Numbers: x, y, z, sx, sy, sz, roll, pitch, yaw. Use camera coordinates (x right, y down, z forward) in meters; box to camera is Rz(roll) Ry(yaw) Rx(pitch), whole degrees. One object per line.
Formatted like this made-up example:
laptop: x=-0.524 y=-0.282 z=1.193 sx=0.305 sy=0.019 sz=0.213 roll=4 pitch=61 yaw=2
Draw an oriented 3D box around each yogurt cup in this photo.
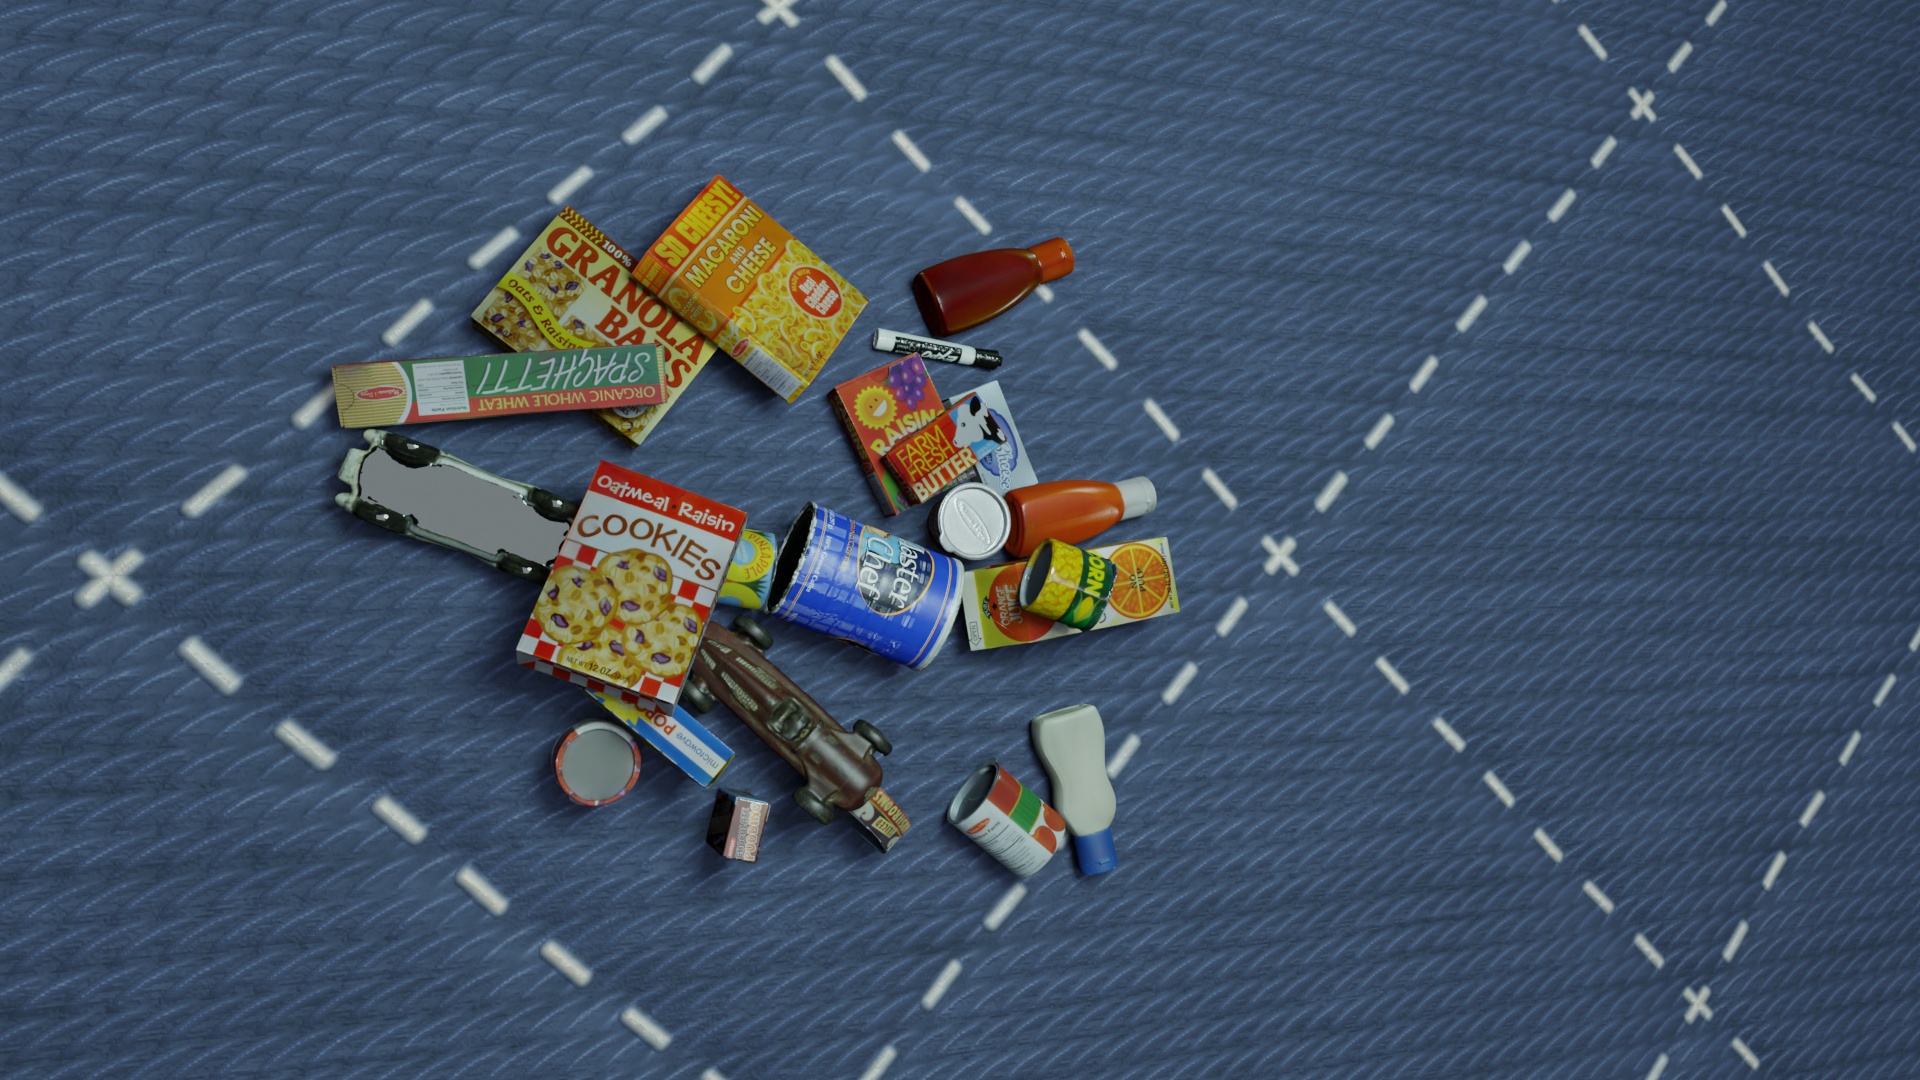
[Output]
yogurt cup: x=0.004 y=-0.015 z=1.235 sx=0.072 sy=0.054 sz=0.072 roll=2 pitch=86 yaw=-20

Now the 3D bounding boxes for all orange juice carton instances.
orange juice carton: x=0.092 y=0.047 z=1.253 sx=0.193 sy=0.073 sz=0.072 roll=-10 pitch=90 yaw=-20

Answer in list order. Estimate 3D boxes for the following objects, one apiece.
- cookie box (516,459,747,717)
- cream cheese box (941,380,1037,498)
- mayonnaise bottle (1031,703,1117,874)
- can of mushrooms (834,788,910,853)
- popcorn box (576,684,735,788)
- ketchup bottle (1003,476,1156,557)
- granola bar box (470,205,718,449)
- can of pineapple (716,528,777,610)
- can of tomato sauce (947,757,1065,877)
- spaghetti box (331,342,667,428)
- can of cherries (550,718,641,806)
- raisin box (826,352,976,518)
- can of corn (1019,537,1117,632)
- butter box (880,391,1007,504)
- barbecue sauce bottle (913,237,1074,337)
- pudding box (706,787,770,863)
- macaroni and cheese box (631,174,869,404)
cookie box: x=-0.250 y=0.035 z=1.070 sx=0.123 sy=0.040 sz=0.168 roll=20 pitch=64 yaw=-6
cream cheese box: x=0.027 y=-0.089 z=1.265 sx=0.053 sy=0.024 sz=0.103 roll=-24 pitch=94 yaw=-21
mayonnaise bottle: x=0.109 y=0.227 z=1.263 sx=0.065 sy=0.041 sz=0.148 roll=-13 pitch=92 yaw=-19
can of mushrooms: x=-0.075 y=0.232 z=1.178 sx=0.033 sy=0.071 sz=0.071 roll=-44 pitch=101 yaw=-19
popcorn box: x=-0.246 y=0.143 z=1.115 sx=0.126 sy=0.085 sz=0.038 roll=43 pitch=74 yaw=-12
ketchup bottle: x=0.110 y=-0.028 z=1.276 sx=0.149 sy=0.044 sz=0.064 roll=-12 pitch=124 yaw=-25
granola bar box: x=-0.296 y=-0.174 z=1.147 sx=0.165 sy=0.039 sz=0.124 roll=39 pitch=75 yaw=-13
can of pineapple: x=-0.188 y=0.021 z=1.155 sx=0.058 sy=0.071 sz=0.071 roll=11 pitch=83 yaw=-19
can of tomato sauce: x=0.042 y=0.245 z=1.223 sx=0.083 sy=0.071 sz=0.071 roll=41 pitch=74 yaw=-13
spaghetti box: x=-0.357 y=-0.123 z=1.093 sx=0.250 sy=0.029 sz=0.050 roll=-5 pitch=101 yaw=-8
can of cherries: x=-0.292 y=0.179 z=1.110 sx=0.071 sy=0.058 sz=0.071 roll=2 pitch=85 yaw=-20
raisin box: x=-0.053 y=-0.093 z=1.229 sx=0.086 sy=0.040 sz=0.123 roll=-27 pitch=94 yaw=-19
can of corn: x=0.091 y=0.036 z=1.176 sx=0.058 sy=0.071 sz=0.071 roll=20 pitch=80 yaw=-15
butter box: x=-0.014 y=-0.080 z=1.207 sx=0.104 sy=0.024 sz=0.053 roll=-37 pitch=100 yaw=-19
barbecue sauce bottle: x=0.034 y=-0.238 z=1.270 sx=0.149 sy=0.043 sz=0.065 roll=-24 pitch=94 yaw=-21
pudding box: x=-0.182 y=0.231 z=1.132 sx=0.030 sy=0.083 sz=0.050 roll=16 pitch=81 yaw=-18
macaroni and cheese box: x=-0.174 y=-0.212 z=1.170 sx=0.166 sy=0.040 sz=0.124 roll=39 pitch=49 yaw=-13
